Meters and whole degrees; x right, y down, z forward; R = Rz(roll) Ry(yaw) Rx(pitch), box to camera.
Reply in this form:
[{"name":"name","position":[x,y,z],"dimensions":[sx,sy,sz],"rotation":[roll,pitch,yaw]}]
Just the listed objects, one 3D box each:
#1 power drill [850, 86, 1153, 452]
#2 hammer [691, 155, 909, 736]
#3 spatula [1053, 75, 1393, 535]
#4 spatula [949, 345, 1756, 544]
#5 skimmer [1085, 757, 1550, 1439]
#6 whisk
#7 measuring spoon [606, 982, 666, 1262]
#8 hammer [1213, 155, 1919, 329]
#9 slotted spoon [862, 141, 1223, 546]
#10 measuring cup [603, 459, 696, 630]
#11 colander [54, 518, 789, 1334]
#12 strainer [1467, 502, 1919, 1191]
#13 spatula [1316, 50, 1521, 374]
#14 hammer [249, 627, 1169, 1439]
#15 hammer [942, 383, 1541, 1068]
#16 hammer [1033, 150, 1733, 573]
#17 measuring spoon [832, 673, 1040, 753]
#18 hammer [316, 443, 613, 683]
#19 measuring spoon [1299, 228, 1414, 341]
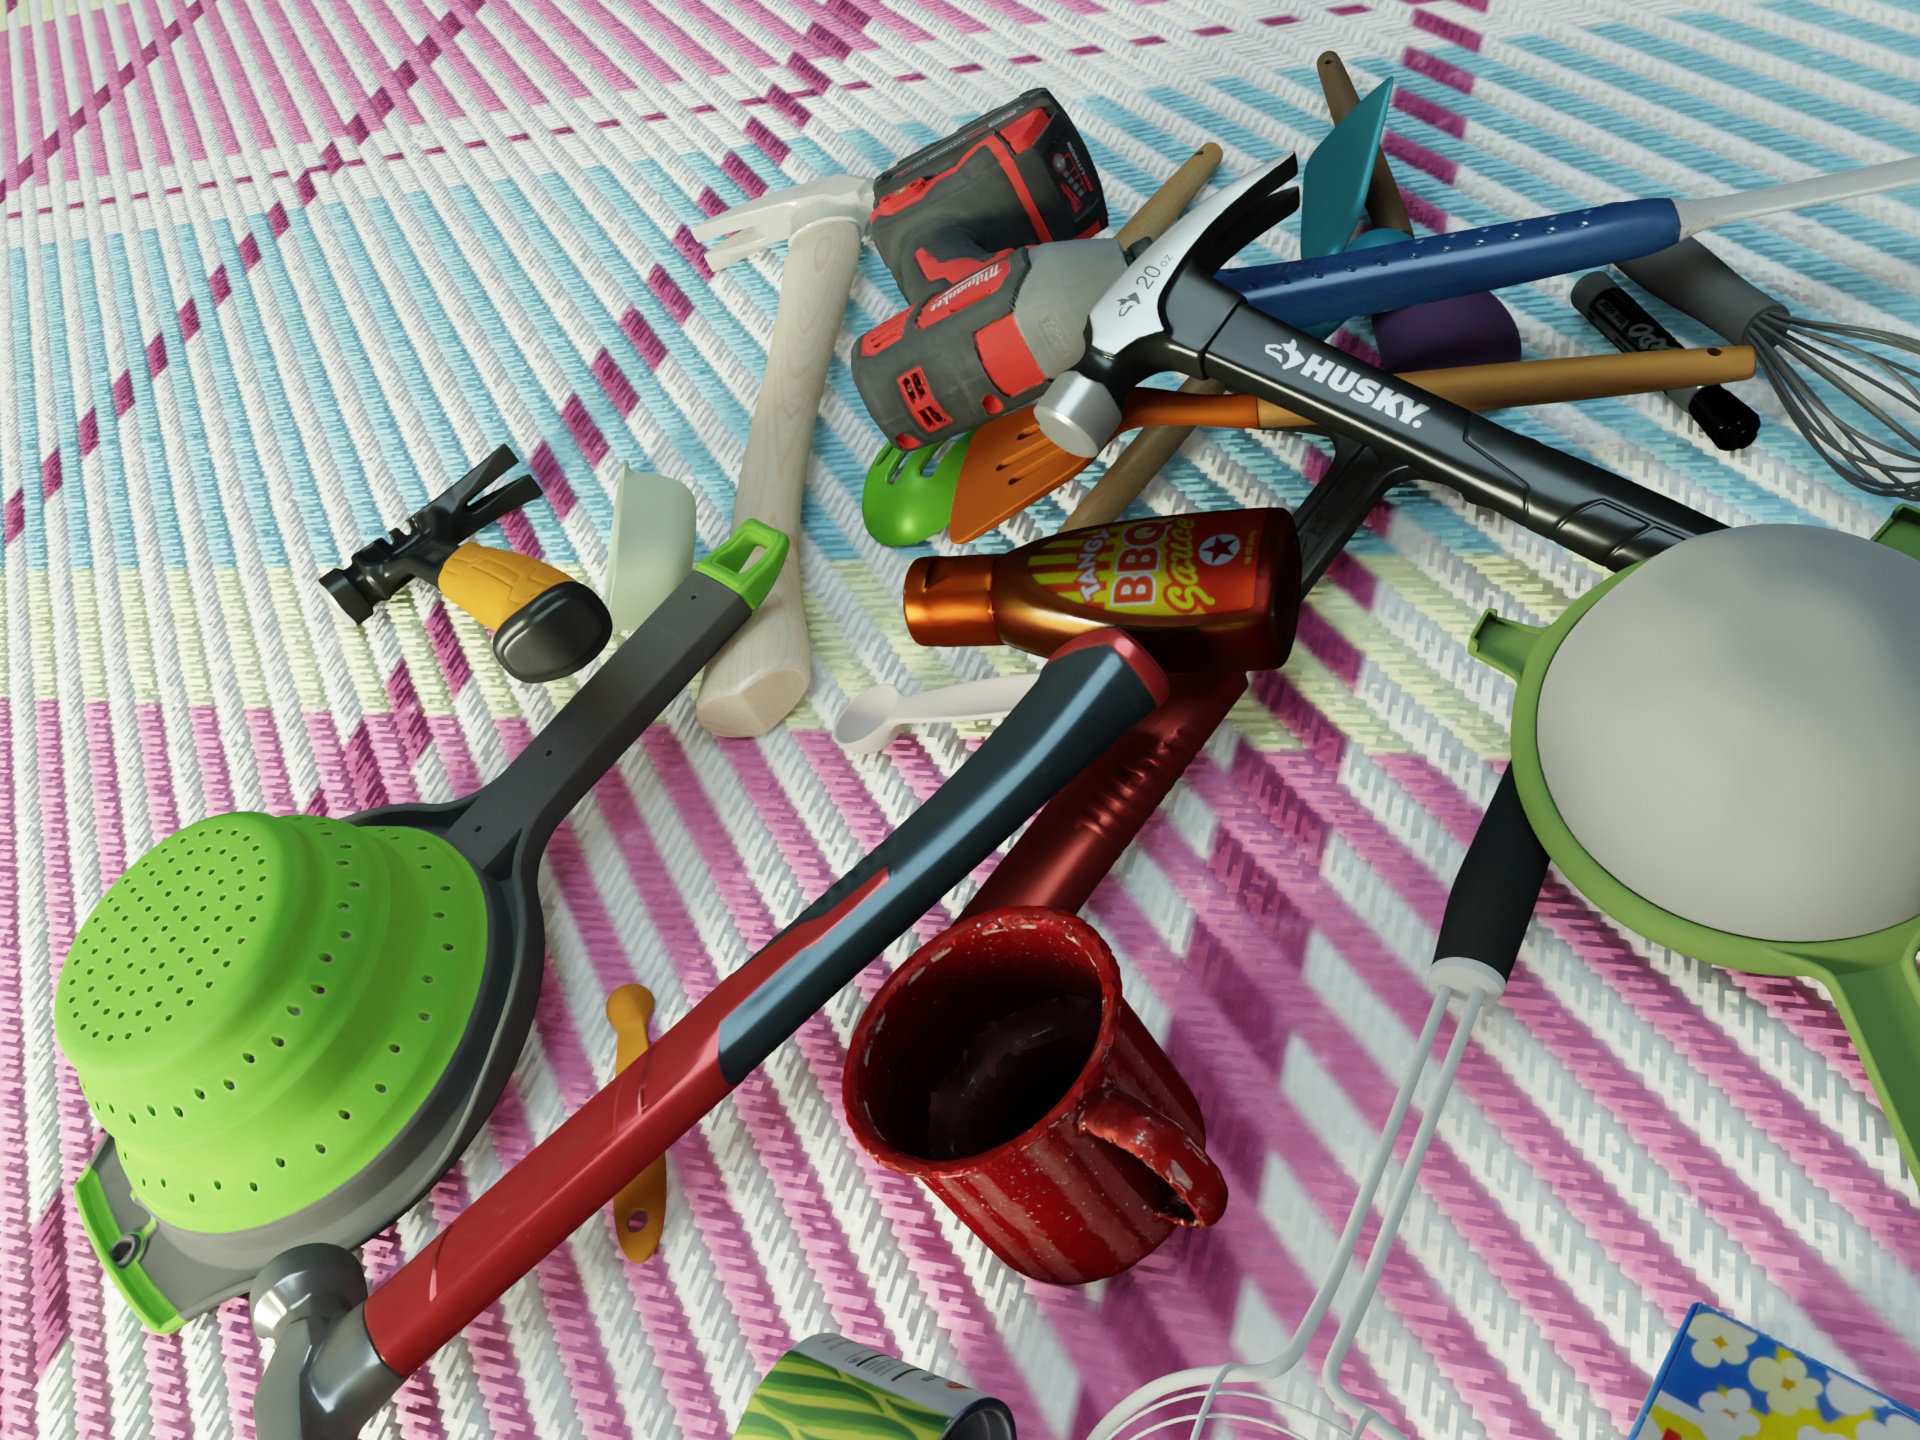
[{"name":"power drill","position":[0.022,-0.219,0.763],"dimensions":[0.143,0.078,0.220],"rotation":[-24,34,16]},{"name":"hammer","position":[-0.099,-0.156,0.826],"dimensions":[0.146,0.038,0.411],"rotation":[-11,48,17]},{"name":"spatula","position":[0.113,-0.172,0.741],"dimensions":[0.317,0.044,0.082],"rotation":[-50,7,-18]},{"name":"spatula","position":[0.148,-0.123,0.654],"dimensions":[0.322,0.041,0.081],"rotation":[-3,48,15]},{"name":"skimmer","position":[0.135,0.141,0.466],"dimensions":[0.127,0.090,0.363],"rotation":[4,42,35]},{"name":"whisk","position":[0.321,-0.160,0.640],"dimensions":[0.055,0.055,0.239],"rotation":[-24,41,2]},{"name":"measuring spoon","position":[-0.121,0.144,0.585],"dimensions":[0.021,0.011,0.117],"rotation":[-20,46,6]},{"name":"hammer","position":[0.300,-0.203,0.641],"dimensions":[0.405,0.035,0.144],"rotation":[-8,37,14]},{"name":"slotted spoon","position":[0.050,-0.204,0.812],"dimensions":[0.070,0.031,0.314],"rotation":[17,58,38]},{"name":"measuring cup","position":[-0.154,-0.098,0.792],"dimensions":[0.038,0.083,0.168],"rotation":[7,24,-14]},{"name":"colander","position":[-0.221,0.042,0.634],"dimensions":[0.205,0.094,0.397],"rotation":[28,71,40]},{"name":"strainer","position":[0.251,0.039,0.446],"dimensions":[0.151,0.069,0.257],"rotation":[-14,58,9]},{"name":"spatula","position":[0.214,-0.251,0.788],"dimensions":[0.060,0.018,0.316],"rotation":[-14,48,12]},{"name":"hammer","position":[-0.070,0.111,0.531],"dimensions":[0.386,0.038,0.143],"rotation":[-41,36,-7]},{"name":"hammer","position":[0.076,-0.007,0.617],"dimensions":[0.149,0.036,0.359],"rotation":[23,62,37]},{"name":"hammer","position":[0.199,-0.099,0.587],"dimensions":[0.335,0.035,0.146],"rotation":[32,81,24]},{"name":"measuring spoon","position":[-0.001,-0.002,0.640],"dimensions":[0.124,0.018,0.034],"rotation":[-7,44,39]},{"name":"hammer","position":[-0.213,-0.069,0.722],"dimensions":[0.127,0.034,0.337],"rotation":[-40,27,-15]},{"name":"measuring spoon","position":[0.164,-0.190,0.716],"dimensions":[0.042,0.021,0.128],"rotation":[26,56,39]}]
